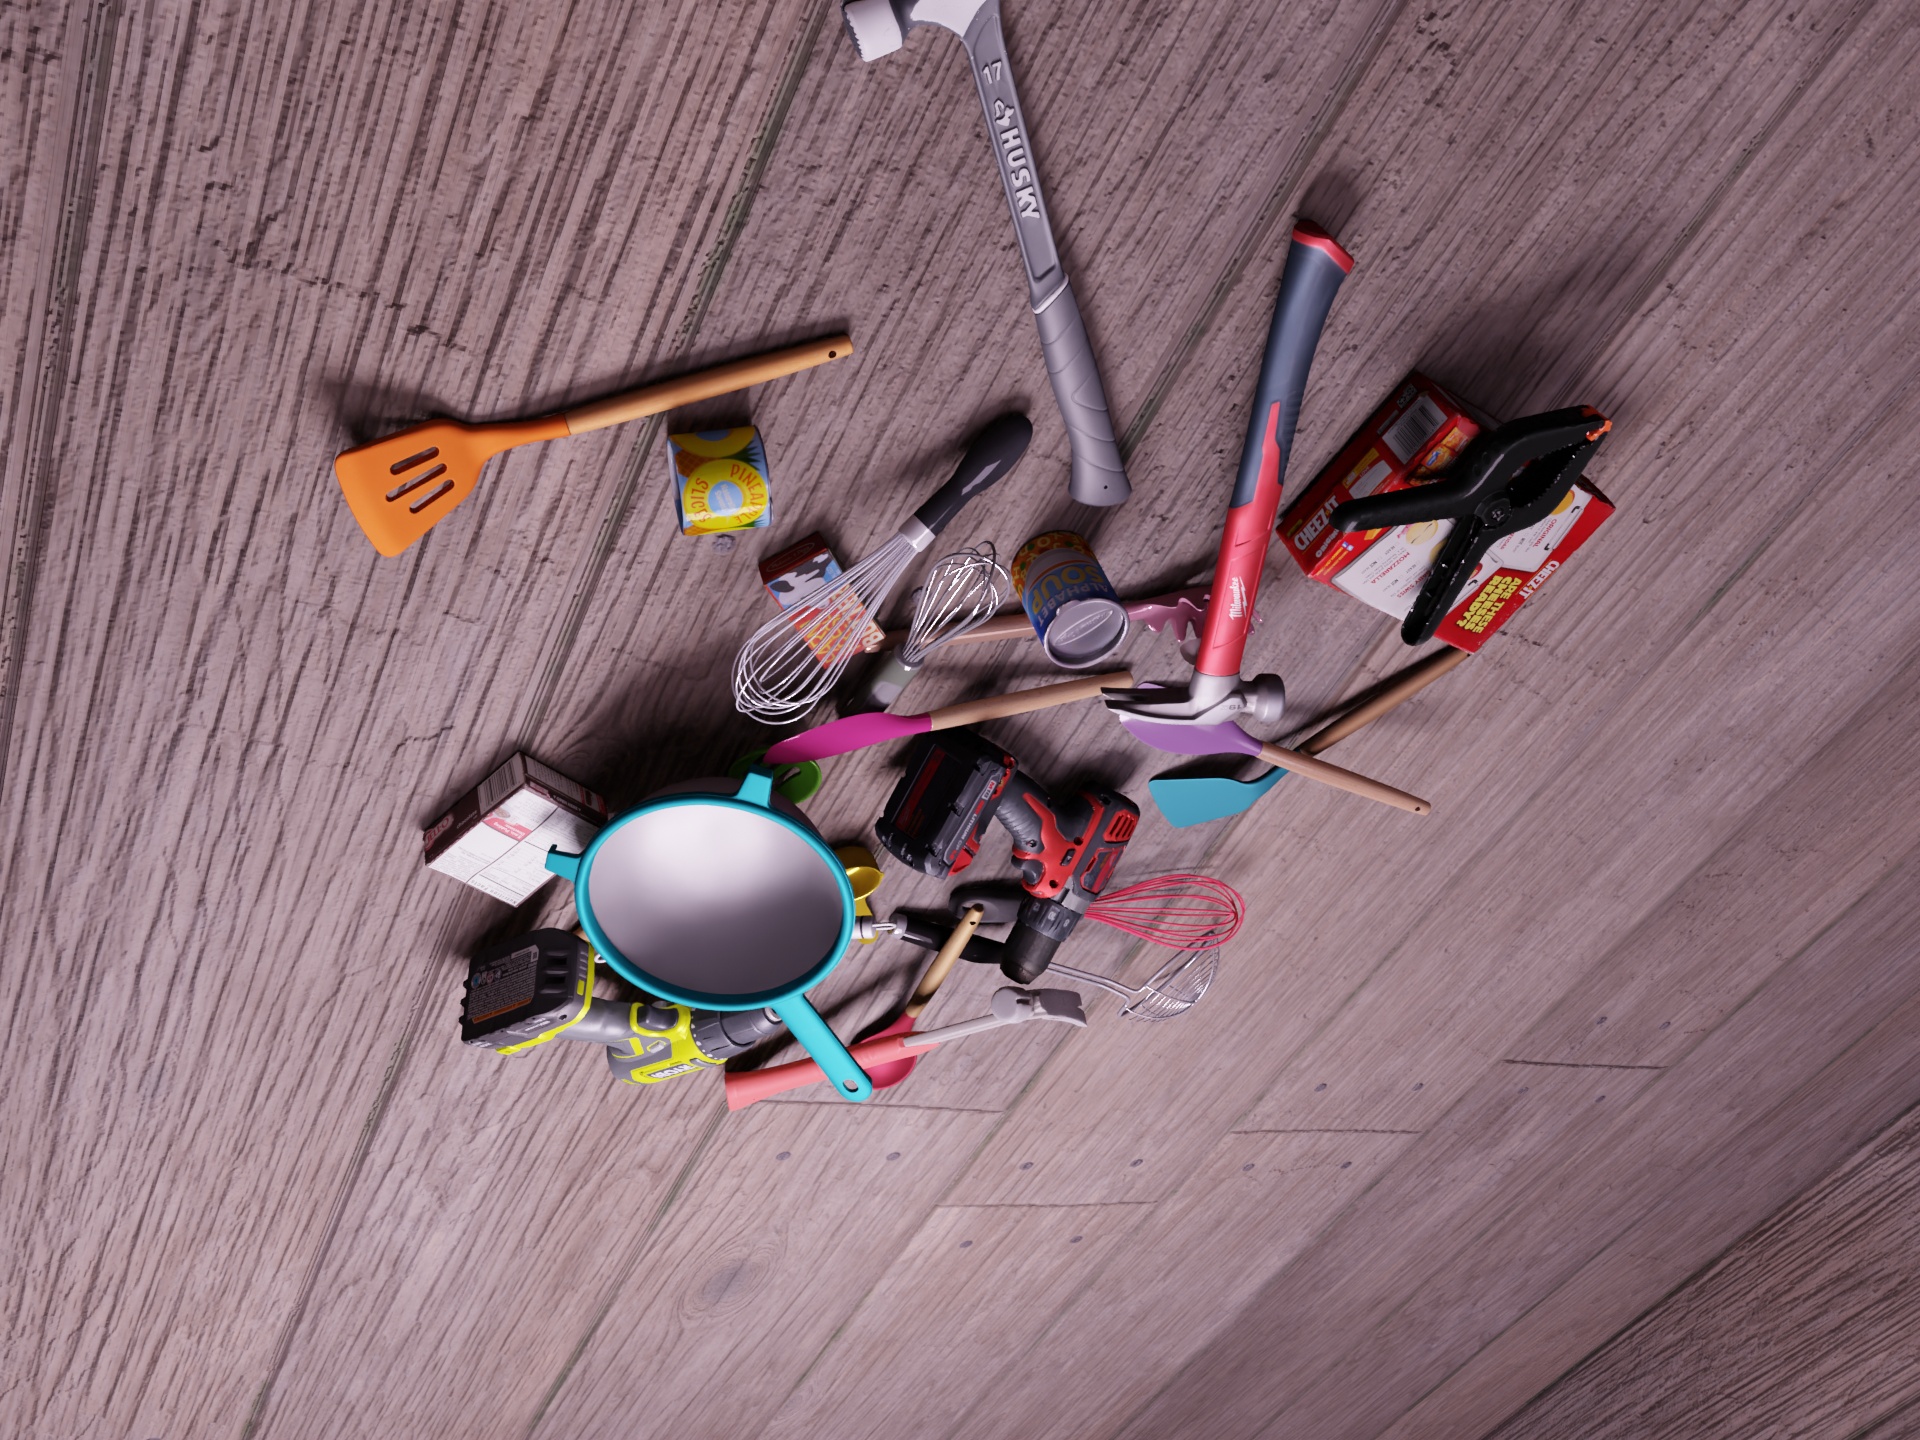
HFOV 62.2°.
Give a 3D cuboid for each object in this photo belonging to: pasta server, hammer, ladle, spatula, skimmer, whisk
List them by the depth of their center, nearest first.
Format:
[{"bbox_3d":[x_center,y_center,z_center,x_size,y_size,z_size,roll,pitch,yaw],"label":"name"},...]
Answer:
[{"bbox_3d":[-0.220,-0.186,0.991,0.322,0.041,0.080,-18,136,-6],"label":"spatula"},{"bbox_3d":[0.056,-0.290,1.006,0.149,0.036,0.408,-23,138,0],"label":"hammer"},{"bbox_3d":[-0.053,-0.107,1.103,0.284,0.070,0.070,-45,135,2],"label":"whisk"},{"bbox_3d":[0.199,-0.164,1.146,0.143,0.038,0.386,1,124,-9],"label":"hammer"},{"bbox_3d":[-0.034,-0.051,1.165,0.057,0.059,0.246,18,142,-21],"label":"whisk"},{"bbox_3d":[0.081,-0.071,1.232,0.316,0.040,0.060,-7,158,-14],"label":"pasta server"},{"bbox_3d":[0.280,0.034,1.390,0.315,0.018,0.059,18,122,-19],"label":"spatula"},{"bbox_3d":[0.321,0.008,1.422,0.317,0.044,0.082,-32,136,4],"label":"spatula"},{"bbox_3d":[-0.065,0.306,1.478,0.359,0.037,0.149,-20,159,24],"label":"hammer"},{"bbox_3d":[0.131,0.175,1.488,0.295,0.073,0.073,4,132,-16],"label":"whisk"},{"bbox_3d":[-0.038,0.260,1.491,0.069,0.031,0.315,12,137,-16],"label":"ladle"},{"bbox_3d":[0.093,0.218,1.533,0.363,0.090,0.127,18,129,-23],"label":"skimmer"}]

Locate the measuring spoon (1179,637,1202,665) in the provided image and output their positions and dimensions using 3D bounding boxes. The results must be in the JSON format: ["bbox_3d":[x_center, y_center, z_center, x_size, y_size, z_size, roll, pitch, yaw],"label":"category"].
[{"bbox_3d":[0.204,-0.038,1.304,0.034,0.018,0.124,-12,158,12],"label":"measuring spoon"}]

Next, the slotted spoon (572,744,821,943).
[{"bbox_3d":[-0.233,0.113,1.296,0.313,0.031,0.070,-39,127,20],"label":"slotted spoon"}]

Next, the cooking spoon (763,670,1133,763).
[{"bbox_3d":[-0.002,-0.004,1.244,0.319,0.017,0.068,-12,162,-24],"label":"cooking spoon"}]

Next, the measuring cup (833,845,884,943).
[{"bbox_3d":[-0.094,0.156,1.404,0.062,0.029,0.156,-18,149,-5],"label":"measuring cup"}]

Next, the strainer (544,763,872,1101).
[{"bbox_3d":[-0.155,0.164,1.258,0.211,0.095,0.340,-22,122,15],"label":"strainer"}]

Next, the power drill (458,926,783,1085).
[{"bbox_3d":[-0.279,0.243,1.330,0.190,0.080,0.228,-23,146,34],"label":"power drill"}]

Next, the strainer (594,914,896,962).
[{"bbox_3d":[-0.179,0.174,1.326,0.258,0.050,0.086,-3,151,10],"label":"strainer"}]

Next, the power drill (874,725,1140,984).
[{"bbox_3d":[0.037,0.116,1.332,0.226,0.080,0.188,27,92,-41],"label":"power drill"}]
